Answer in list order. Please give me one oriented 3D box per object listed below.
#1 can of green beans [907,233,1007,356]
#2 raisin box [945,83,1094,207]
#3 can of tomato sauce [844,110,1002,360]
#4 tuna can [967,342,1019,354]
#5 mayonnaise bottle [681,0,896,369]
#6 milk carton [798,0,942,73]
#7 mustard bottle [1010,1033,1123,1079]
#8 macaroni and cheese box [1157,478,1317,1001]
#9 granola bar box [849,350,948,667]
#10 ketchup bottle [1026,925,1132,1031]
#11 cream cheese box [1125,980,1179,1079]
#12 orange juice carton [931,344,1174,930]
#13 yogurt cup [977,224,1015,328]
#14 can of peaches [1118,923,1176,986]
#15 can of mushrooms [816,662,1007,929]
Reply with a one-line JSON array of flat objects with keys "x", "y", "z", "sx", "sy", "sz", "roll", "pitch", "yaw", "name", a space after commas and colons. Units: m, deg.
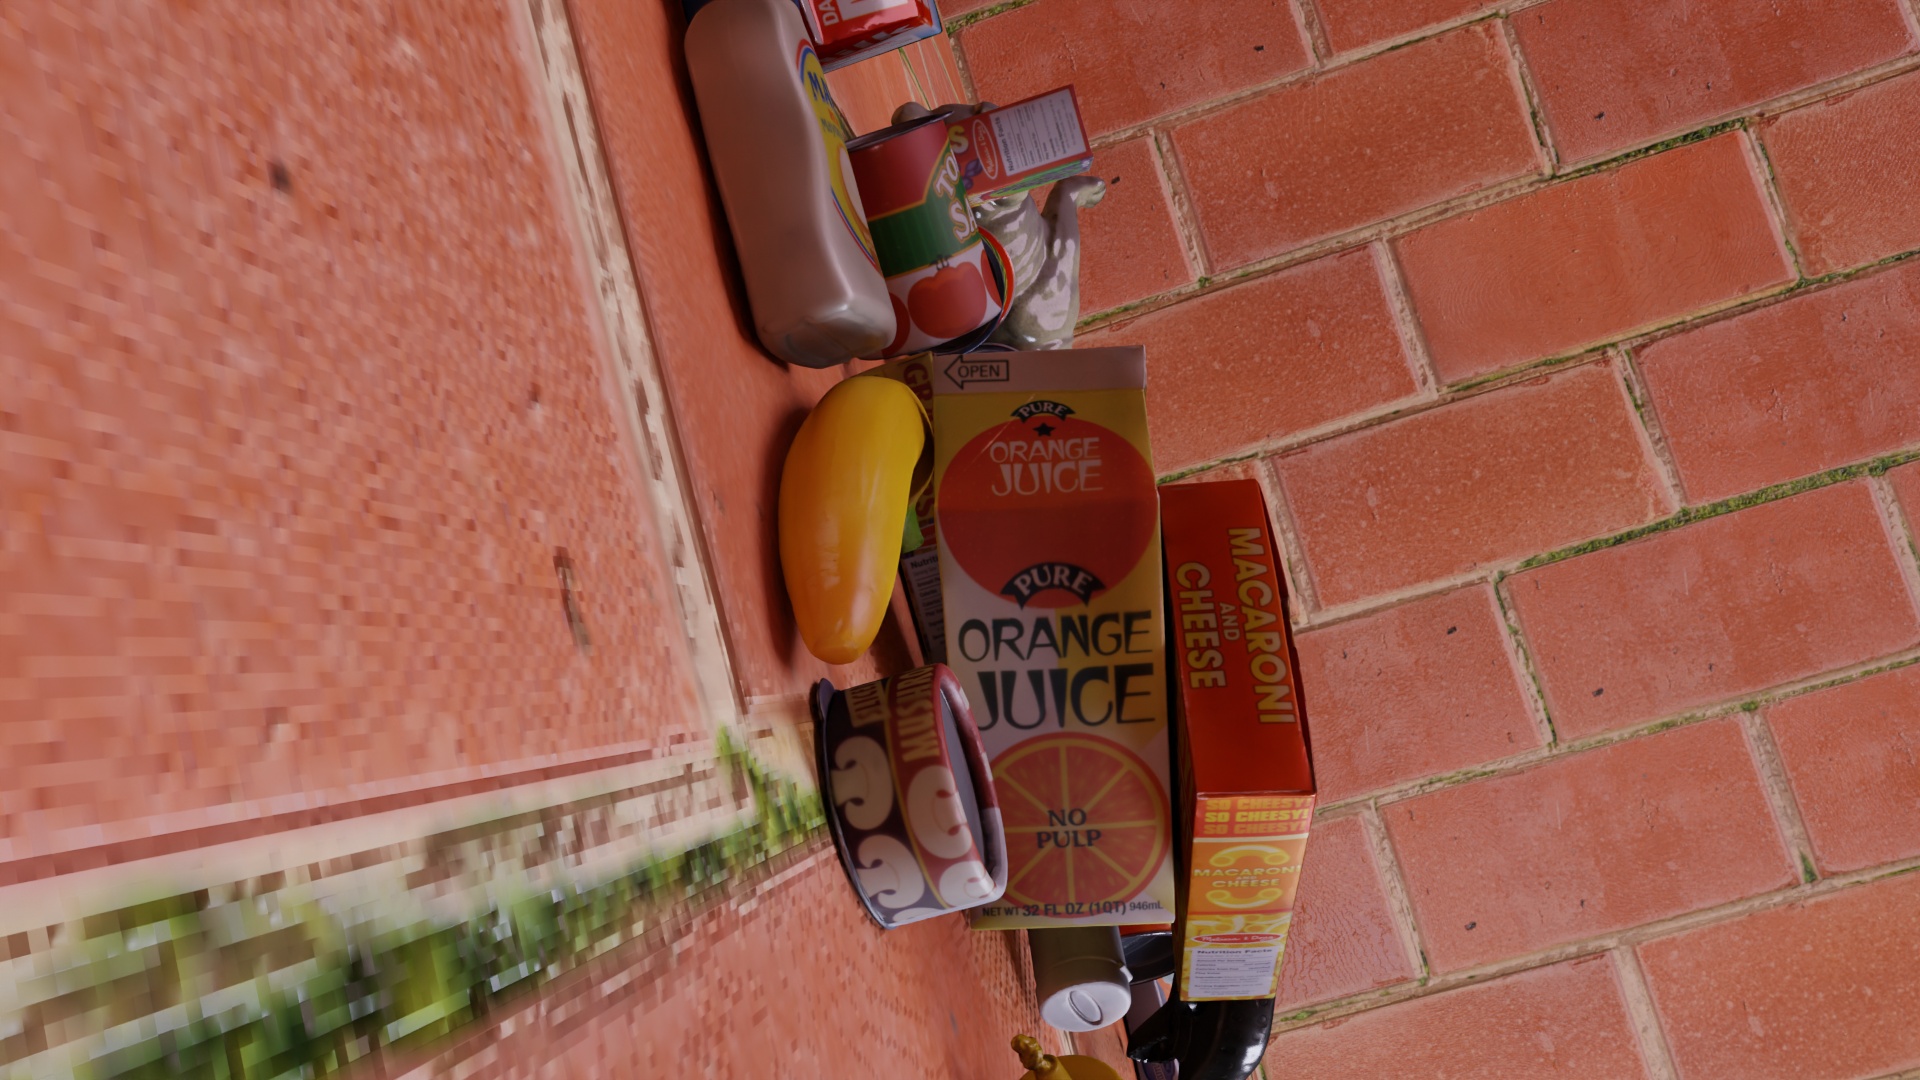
[{"x": -0.010, "y": -0.124, "z": 0.683, "sx": 0.058, "sy": 0.071, "sz": 0.071, "roll": -75, "pitch": 147, "yaw": -77, "name": "can of green beans"}, {"x": 0.003, "y": -0.192, "z": 0.710, "sx": 0.086, "sy": 0.123, "sz": 0.040, "roll": -72, "pitch": 145, "yaw": -78, "name": "raisin box"}, {"x": -0.024, "y": -0.124, "z": 0.568, "sx": 0.071, "sy": 0.071, "sz": 0.083, "roll": -87, "pitch": 159, "yaw": -70, "name": "can of tomato sauce"}, {"x": 0.015, "y": -0.074, "z": 0.768, "sx": 0.033, "sy": 0.071, "sz": 0.071, "roll": -72, "pitch": 144, "yaw": -79, "name": "tuna can"}, {"x": -0.059, "y": -0.131, "z": 0.439, "sx": 0.065, "sy": 0.041, "sz": 0.148, "roll": 26, "pitch": 48, "yaw": -78, "name": "mayonnaise bottle"}, {"x": -0.056, "y": -0.232, "z": 0.559, "sx": 0.191, "sy": 0.073, "sz": 0.072, "roll": -83, "pitch": 155, "yaw": -71, "name": "milk carton"}, {"x": 0.046, "y": 0.206, "z": 0.426, "sx": 0.065, "sy": 0.049, "sz": 0.159, "roll": -97, "pitch": 168, "yaw": -60, "name": "mustard bottle"}, {"x": 0.095, "y": 0.077, "z": 0.506, "sx": 0.165, "sy": 0.040, "sz": 0.124, "roll": 82, "pitch": 6, "yaw": -51, "name": "macaroni and cheese box"}, {"x": 0.002, "y": -0.008, "z": 0.620, "sx": 0.165, "sy": 0.039, "sz": 0.124, "roll": 19, "pitch": 55, "yaw": -81, "name": "granola bar box"}, {"x": 0.042, "y": 0.131, "z": 0.588, "sx": 0.149, "sy": 0.043, "sz": 0.064, "roll": -97, "pitch": 162, "yaw": -50, "name": "ketchup bottle"}, {"x": 0.119, "y": 0.312, "z": 0.818, "sx": 0.053, "sy": 0.024, "sz": 0.104, "roll": 61, "pitch": 14, "yaw": -56, "name": "cream cheese box"}, {"x": 0.033, "y": 0.030, "z": 0.477, "sx": 0.073, "sy": 0.072, "sz": 0.192, "roll": -80, "pitch": 166, "yaw": -74, "name": "orange juice carton"}, {"x": -0.008, "y": -0.136, "z": 0.743, "sx": 0.054, "sy": 0.072, "sz": 0.072, "roll": -55, "pitch": 129, "yaw": -71, "name": "yogurt cup"}, {"x": 0.071, "y": 0.167, "z": 0.643, "sx": 0.071, "sy": 0.071, "sz": 0.058, "roll": 64, "pitch": 12, "yaw": -52, "name": "can of peaches"}, {"x": -0.012, "y": 0.066, "z": 0.375, "sx": 0.071, "sy": 0.033, "sz": 0.071, "roll": -19, "pitch": 92, "yaw": -82, "name": "can of mushrooms"}]
